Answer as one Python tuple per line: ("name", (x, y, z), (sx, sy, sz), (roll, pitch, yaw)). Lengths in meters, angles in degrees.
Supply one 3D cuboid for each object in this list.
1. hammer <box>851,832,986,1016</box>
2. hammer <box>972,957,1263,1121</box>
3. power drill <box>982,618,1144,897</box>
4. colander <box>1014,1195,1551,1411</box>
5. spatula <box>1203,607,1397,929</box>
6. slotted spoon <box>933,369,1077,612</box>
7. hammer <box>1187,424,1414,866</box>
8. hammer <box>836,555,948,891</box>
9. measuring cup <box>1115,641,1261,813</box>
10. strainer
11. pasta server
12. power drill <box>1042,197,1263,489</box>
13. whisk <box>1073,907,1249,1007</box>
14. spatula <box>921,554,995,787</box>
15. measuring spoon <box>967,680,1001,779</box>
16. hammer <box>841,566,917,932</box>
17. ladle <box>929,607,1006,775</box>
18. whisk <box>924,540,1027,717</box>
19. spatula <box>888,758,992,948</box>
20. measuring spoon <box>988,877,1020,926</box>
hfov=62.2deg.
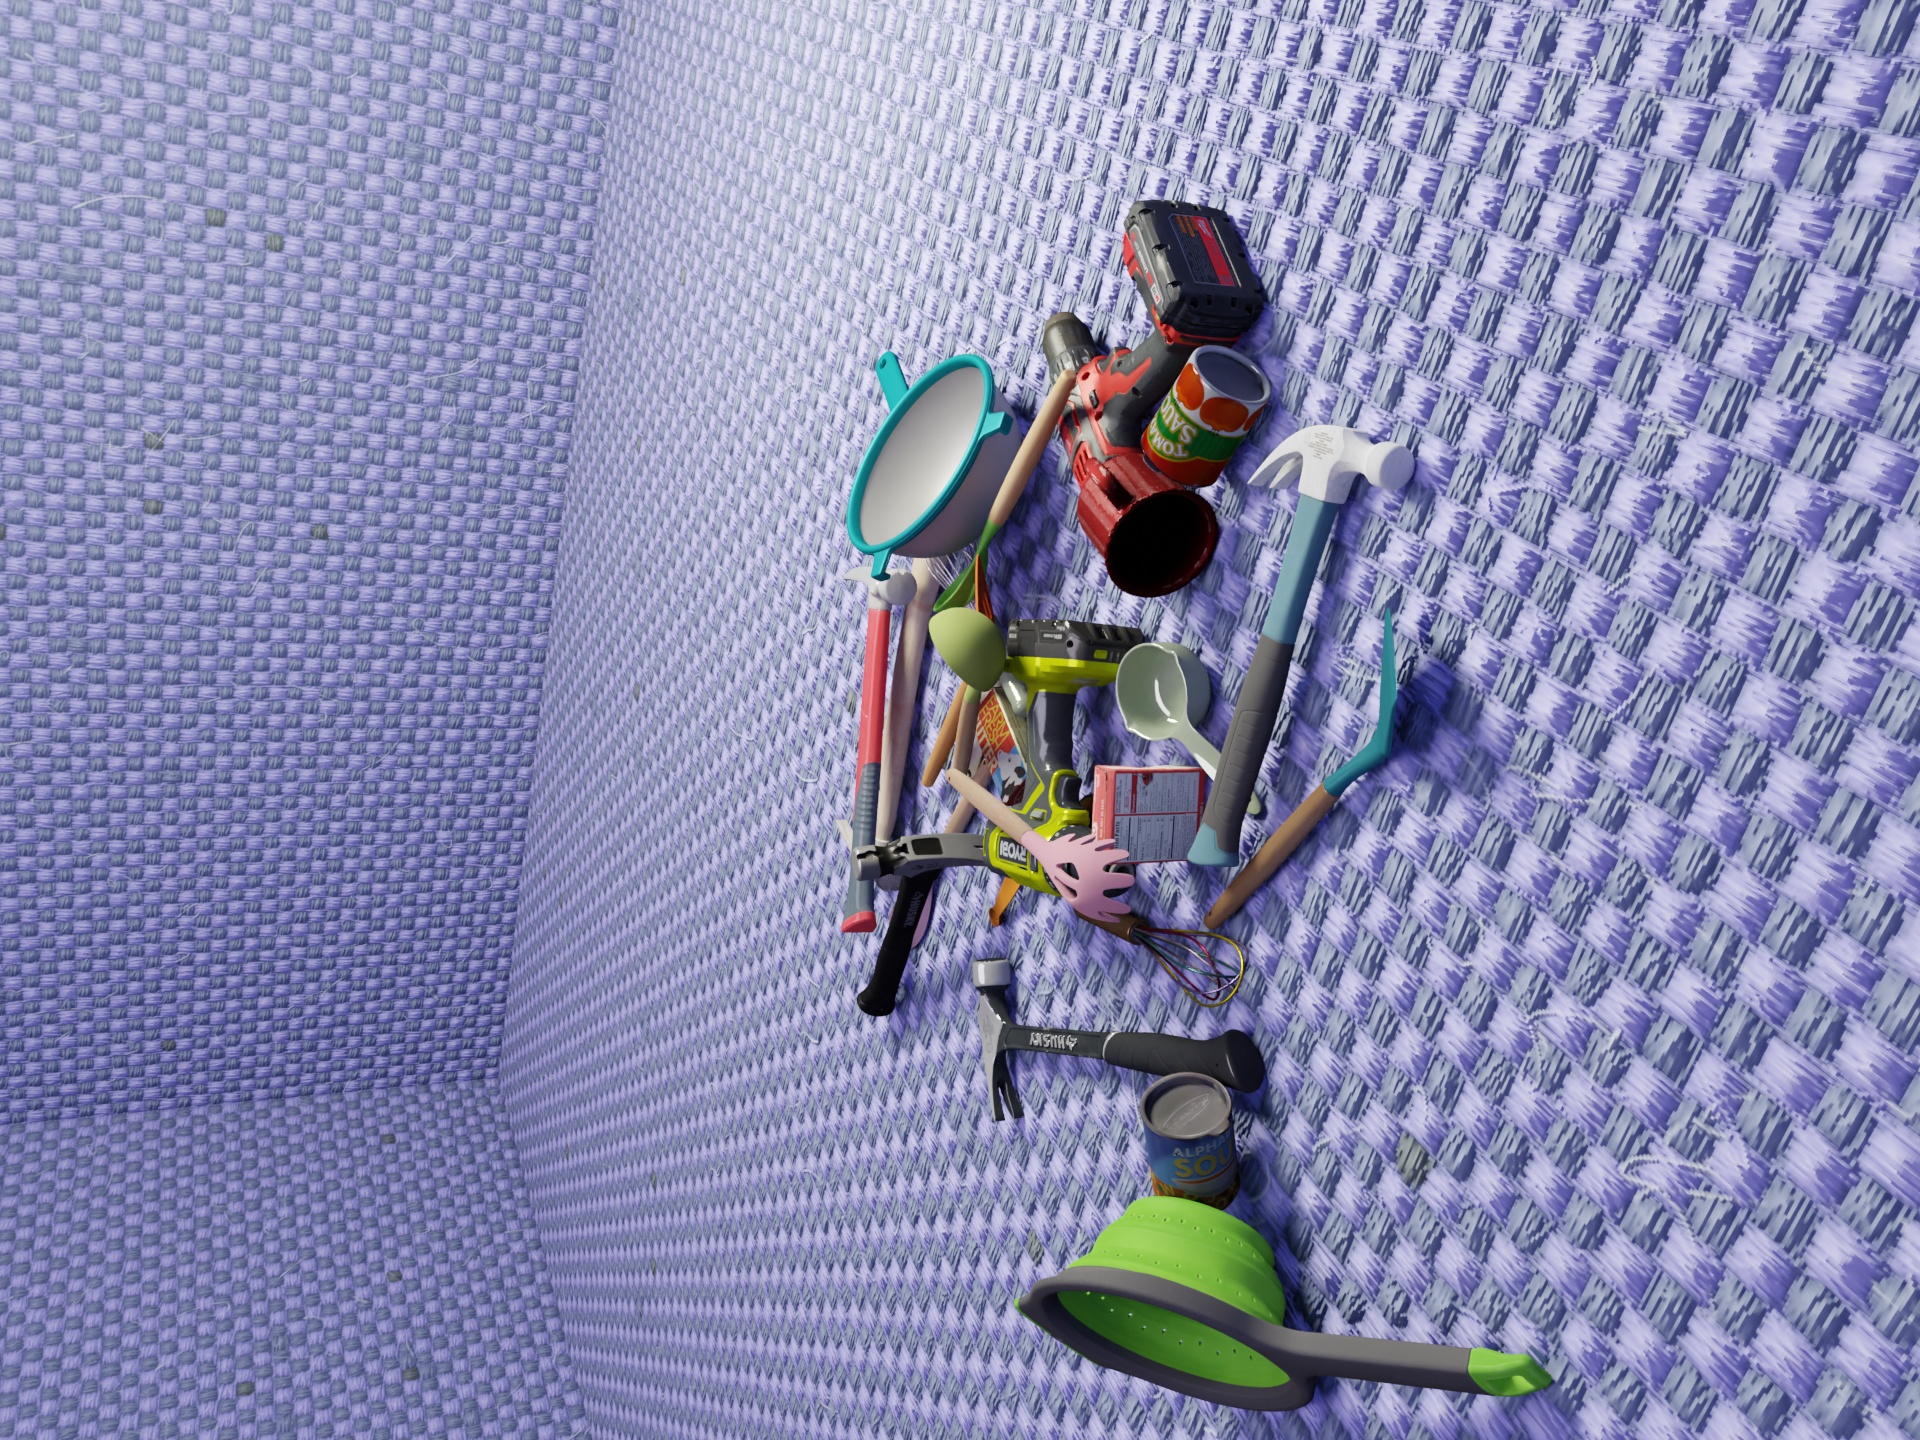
("hammer", (-0.055, 0.214, 1.611), (0.334, 0.146, 0.035), (107, 151, -52))
("hammer", (0.118, 0.278, 1.332), (0.409, 0.036, 0.149), (-14, 78, 62))
("power drill", (0.091, 0.034, 1.316), (0.191, 0.080, 0.228), (7, 93, 64))
("colander", (0.214, 0.388, 1.073), (0.397, 0.204, 0.095), (-17, 39, 46))
("spatula", (0.233, 0.056, 1.094), (0.317, 0.044, 0.082), (119, 165, -46))
("slotted spoon", (0.039, -0.190, 1.384), (0.070, 0.031, 0.313), (-57, -2, -38))
("hammer", (0.219, -0.044, 1.114), (0.128, 0.033, 0.331), (42, 123, 57))
("hammer", (-0.065, -0.031, 1.697), (0.146, 0.038, 0.410), (-136, 52, -57))
("measuring cup", (0.184, 0.007, 1.212), (0.168, 0.038, 0.083), (52, 133, 29))
("strainer", (-0.021, -0.267, 1.548), (0.211, 0.095, 0.341), (-49, 31, 21))
("pasta server", (0.053, 0.087, 1.281), (0.316, 0.040, 0.060), (-145, 58, -65))
("power drill", (0.134, -0.305, 1.263), (0.226, 0.080, 0.188), (123, 139, -51))
("whisk", (0.150, 0.177, 1.260), (0.245, 0.051, 0.047), (-164, 70, -65))
("spatula", (-0.004, -0.026, 1.505), (0.322, 0.041, 0.081), (113, 161, -53))
("measuring spoon", (0.016, 0.012, 1.552), (0.034, 0.018, 0.124), (52, 135, 51))
("hammer", (-0.101, 0.031, 1.682), (0.143, 0.038, 0.386), (-164, 77, -66))
("ladle", (-0.002, -0.005, 1.436), (0.078, 0.062, 0.320), (62, 164, 22))
("whisk", (0.020, -0.100, 1.519), (0.059, 0.057, 0.247), (-38, 55, 21))
("spatula", (-0.018, 0.136, 1.619), (0.060, 0.018, 0.315), (62, 143, 32))
("measuring spoon", (0.048, 0.157, 1.483), (0.021, 0.011, 0.116), (61, 148, 29))
